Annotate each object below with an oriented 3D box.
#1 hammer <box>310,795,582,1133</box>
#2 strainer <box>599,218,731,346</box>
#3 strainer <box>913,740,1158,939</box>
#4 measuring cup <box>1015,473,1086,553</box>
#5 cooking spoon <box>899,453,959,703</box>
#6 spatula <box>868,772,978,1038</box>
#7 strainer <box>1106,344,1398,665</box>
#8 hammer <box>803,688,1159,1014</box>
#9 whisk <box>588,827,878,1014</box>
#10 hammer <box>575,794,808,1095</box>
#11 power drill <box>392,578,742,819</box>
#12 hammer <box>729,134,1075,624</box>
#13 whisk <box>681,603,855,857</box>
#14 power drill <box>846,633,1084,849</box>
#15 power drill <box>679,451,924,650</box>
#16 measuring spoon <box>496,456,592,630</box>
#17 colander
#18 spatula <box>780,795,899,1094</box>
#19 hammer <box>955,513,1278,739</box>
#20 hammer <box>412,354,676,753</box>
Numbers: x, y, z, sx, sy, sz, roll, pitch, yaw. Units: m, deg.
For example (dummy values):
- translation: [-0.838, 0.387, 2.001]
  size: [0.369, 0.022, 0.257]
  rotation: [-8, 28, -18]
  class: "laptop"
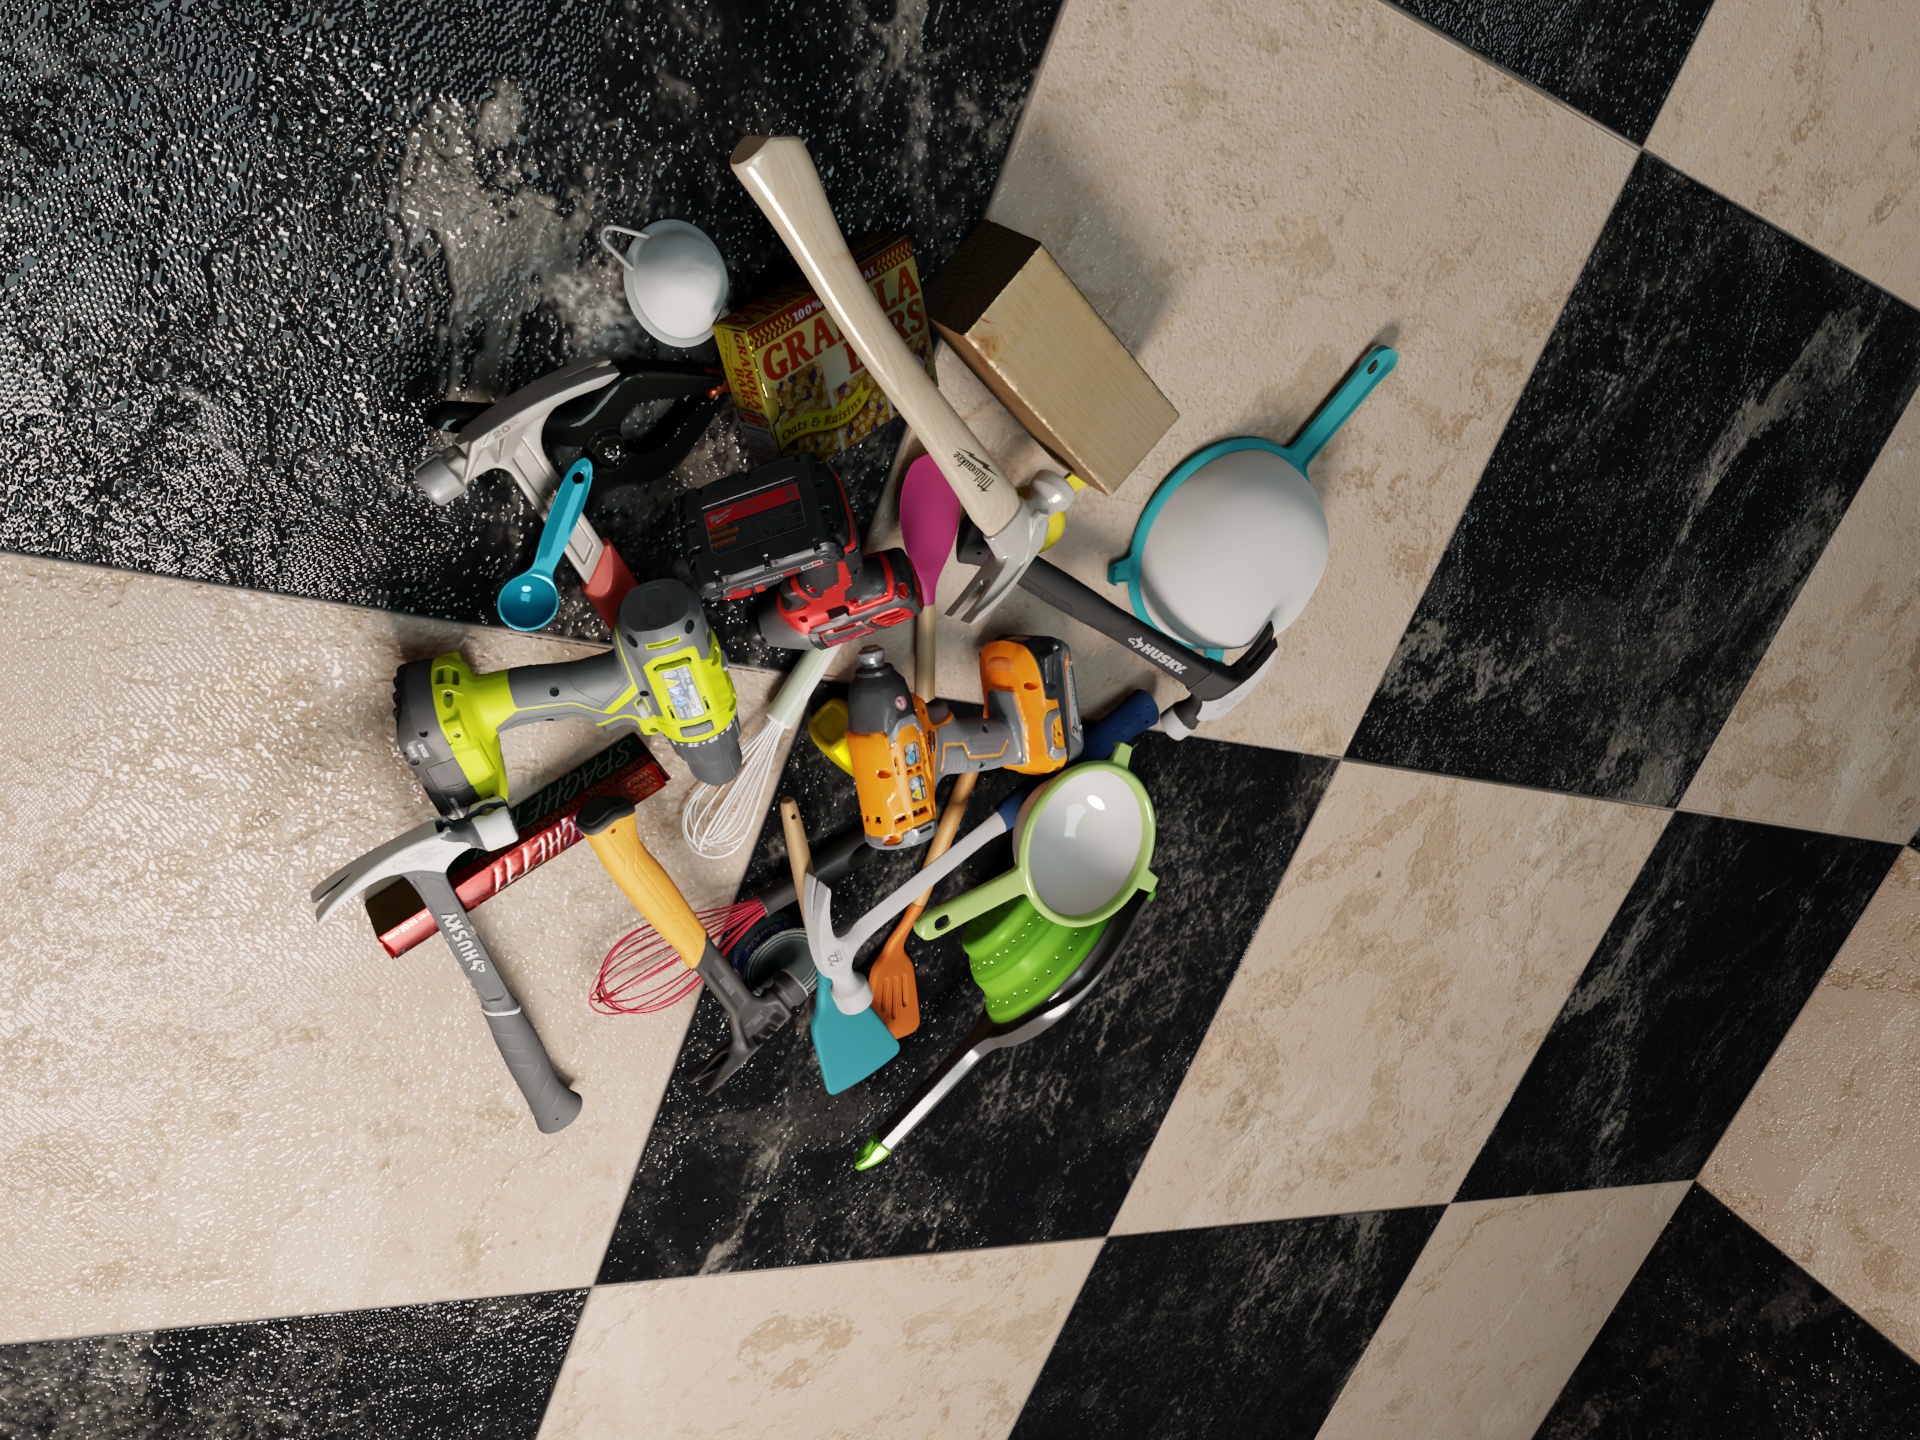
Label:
- translation: [-0.374, 0.219, 1.258]
  size: [0.149, 0.036, 0.408]
  rotation: [-21, 139, -13]
  class: "hammer"
- translation: [-0.151, -0.275, 1.146]
  size: [0.258, 0.050, 0.087]
  rotation: [36, 70, -47]
  class: "strainer"
- translation: [0.056, 0.124, 1.405]
  size: [0.256, 0.069, 0.151]
  rotation: [-24, 113, -26]
  class: "strainer"
- translation: [0.103, -0.198, 1.361]
  size: [0.156, 0.029, 0.062]
  rotation: [-36, 131, -5]
  class: "measuring cup"
- translation: [-0.030, -0.079, 1.358]
  size: [0.069, 0.017, 0.318]
  rotation: [-28, 132, -39]
  class: "cooking spoon"
- translation: [-0.025, 0.154, 1.489]
  size: [0.081, 0.041, 0.322]
  rotation: [0, 117, -50]
  class: "spatula"
- translation: [0.304, -0.193, 1.450]
  size: [0.340, 0.095, 0.210]
  rotation: [-50, 131, 5]
  class: "strainer"
- translation: [0.026, 0.093, 1.440]
  size: [0.405, 0.035, 0.143]
  rotation: [-37, 130, -22]
  class: "hammer"
- translation: [-0.191, 0.171, 1.387]
  size: [0.296, 0.073, 0.073]
  rotation: [-30, 130, -22]
  class: "whisk"
- translation: [-0.228, 0.176, 1.280]
  size: [0.127, 0.034, 0.336]
  rotation: [-44, 140, -19]
  class: "hammer"
- translation: [-0.276, 0.001, 1.164]
  size: [0.228, 0.080, 0.190]
  rotation: [-15, 139, -3]
  class: "power drill"
- translation: [-0.047, -0.242, 1.151]
  size: [0.146, 0.038, 0.410]
  rotation: [-54, 135, -15]
  class: "hammer"
- translation: [-0.154, 0.007, 1.316]
  size: [0.246, 0.059, 0.057]
  rotation: [-57, 169, 4]
  class: "whisk"
- translation: [-0.002, -0.004, 1.334]
  size: [0.226, 0.084, 0.164]
  rotation: [-23, 109, -41]
  class: "power drill"
- translation: [-0.121, -0.111, 1.191]
  size: [0.143, 0.079, 0.219]
  rotation: [-17, 163, 9]
  class: "power drill"
- translation: [-0.281, -0.123, 1.086]
  size: [0.042, 0.021, 0.128]
  rotation: [17, 105, -36]
  class: "measuring spoon"
- translation: [0.013, 0.262, 1.518]
  size: [0.094, 0.204, 0.397]
  rotation: [43, 93, -10]
  class: "colander"
- translation: [-0.118, 0.196, 1.404]
  size: [0.082, 0.044, 0.317]
  rotation: [-29, 131, -25]
  class: "spatula"
- translation: [0.131, -0.093, 1.387]
  size: [0.334, 0.035, 0.146]
  rotation: [28, 130, -30]
  class: "hammer"
- translation: [-0.244, -0.095, 1.170]
  size: [0.149, 0.037, 0.358]
  rotation: [-33, 138, -7]
  class: "hammer"
